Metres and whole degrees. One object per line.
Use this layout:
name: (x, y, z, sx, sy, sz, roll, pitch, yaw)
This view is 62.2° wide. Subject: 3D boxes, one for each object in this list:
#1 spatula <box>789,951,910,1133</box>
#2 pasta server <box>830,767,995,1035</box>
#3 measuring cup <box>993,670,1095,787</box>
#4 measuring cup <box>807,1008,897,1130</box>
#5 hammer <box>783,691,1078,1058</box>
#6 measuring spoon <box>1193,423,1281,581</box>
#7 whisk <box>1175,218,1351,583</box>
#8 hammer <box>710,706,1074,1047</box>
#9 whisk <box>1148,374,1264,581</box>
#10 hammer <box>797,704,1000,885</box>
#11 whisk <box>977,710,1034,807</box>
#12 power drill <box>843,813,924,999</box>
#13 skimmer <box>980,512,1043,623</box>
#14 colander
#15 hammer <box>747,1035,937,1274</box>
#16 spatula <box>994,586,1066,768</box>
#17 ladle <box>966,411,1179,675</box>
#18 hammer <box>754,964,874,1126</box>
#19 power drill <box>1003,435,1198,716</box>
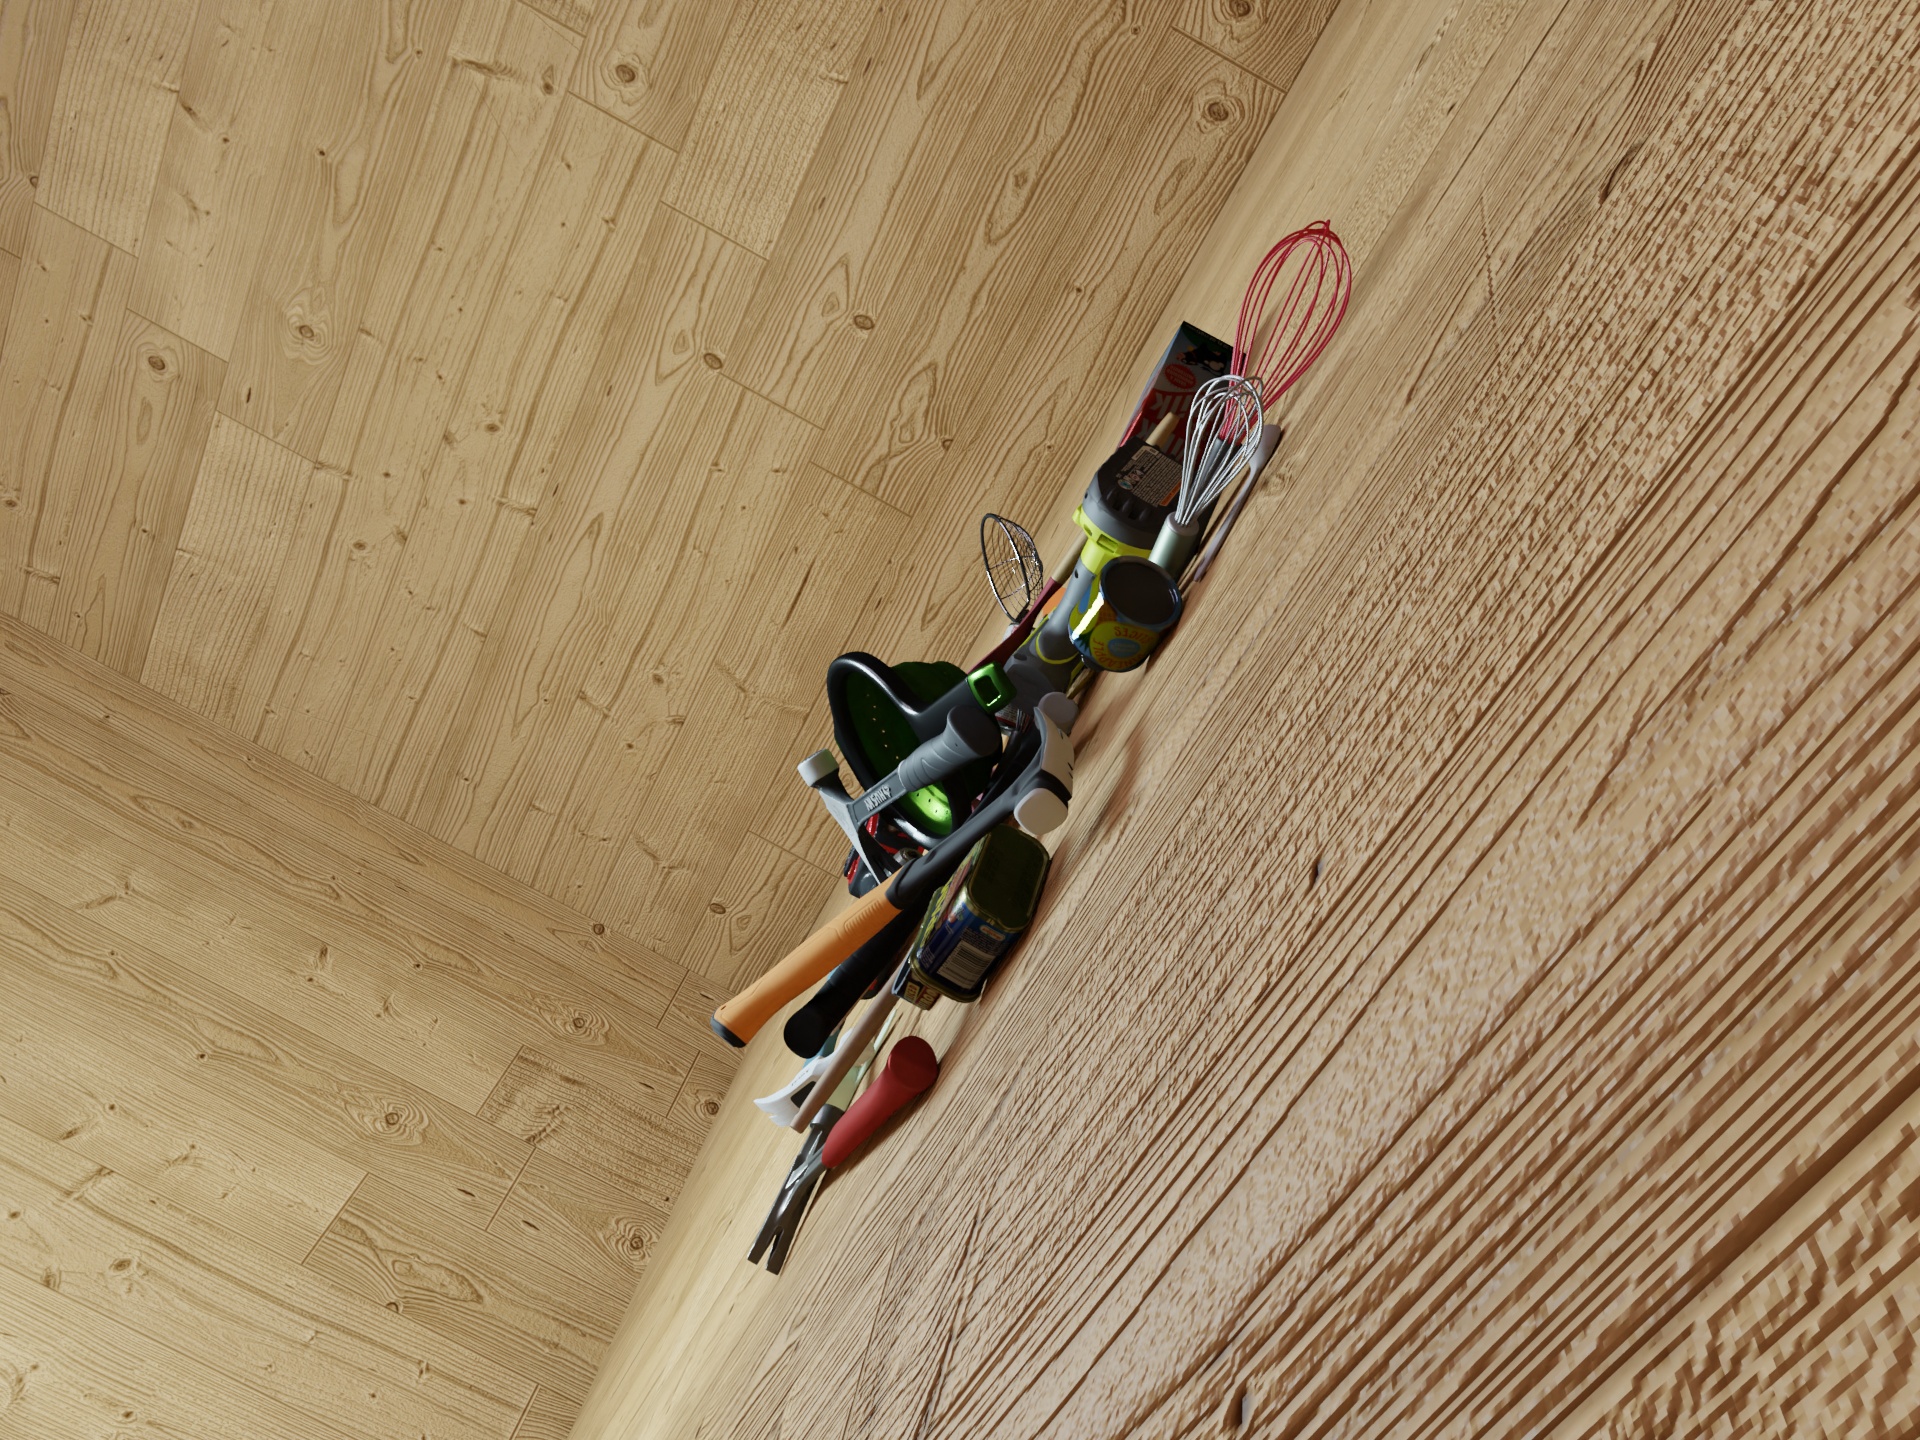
spatula: (-0.050, 0.221, 1.373, 0.316, 0.018, 0.059, -54, 0, -23)
pasta server: (-0.042, 0.161, 1.480, 0.316, 0.040, 0.060, -53, -5, -31)
measuring cup: (0.082, 0.015, 1.378, 0.156, 0.029, 0.062, -50, 0, -5)
measuring cup: (-0.108, 0.323, 1.499, 0.167, 0.038, 0.083, -60, 4, 29)
hammer: (-0.022, 0.125, 1.219, 0.335, 0.035, 0.146, -49, -11, -29)
measuring spoon: (0.190, -0.155, 1.123, 0.124, 0.018, 0.034, -62, 4, 1)
whisk: (0.205, -0.221, 1.158, 0.073, 0.073, 0.295, -69, 2, -65)
hammer: (-0.052, 0.122, 1.105, 0.337, 0.034, 0.127, -40, 16, 21)
whisk: (0.161, -0.147, 1.132, 0.059, 0.058, 0.246, -29, -26, -33)
hammer: (-0.047, 0.056, 1.367, 0.036, 0.149, 0.409, -32, -1, -22)
whisk: (0.059, 0.016, 1.485, 0.055, 0.055, 0.239, 133, 160, -76)
power drill: (-0.080, 0.177, 1.762, 0.227, 0.080, 0.187, -85, 17, -61)
skimmer: (0.016, -0.074, 1.693, 0.127, 0.090, 0.364, 89, -163, -50)
colander: (-0.002, -0.004, 1.368, 0.094, 0.204, 0.397, -31, -1, -22)
hammer: (-0.091, 0.331, 1.247, 0.149, 0.036, 0.359, -64, 4, -33)
spatula: (0.047, 0.016, 1.629, 0.322, 0.041, 0.081, -63, 23, 0)
ladle: (0.103, -0.149, 1.450, 0.315, 0.031, 0.069, -54, -11, 22)
hammer: (-0.126, 0.297, 1.531, 0.128, 0.033, 0.331, -42, 5, 7)
power drill: (0.121, -0.125, 1.373, 0.171, 0.080, 0.223, -49, -11, -52)
